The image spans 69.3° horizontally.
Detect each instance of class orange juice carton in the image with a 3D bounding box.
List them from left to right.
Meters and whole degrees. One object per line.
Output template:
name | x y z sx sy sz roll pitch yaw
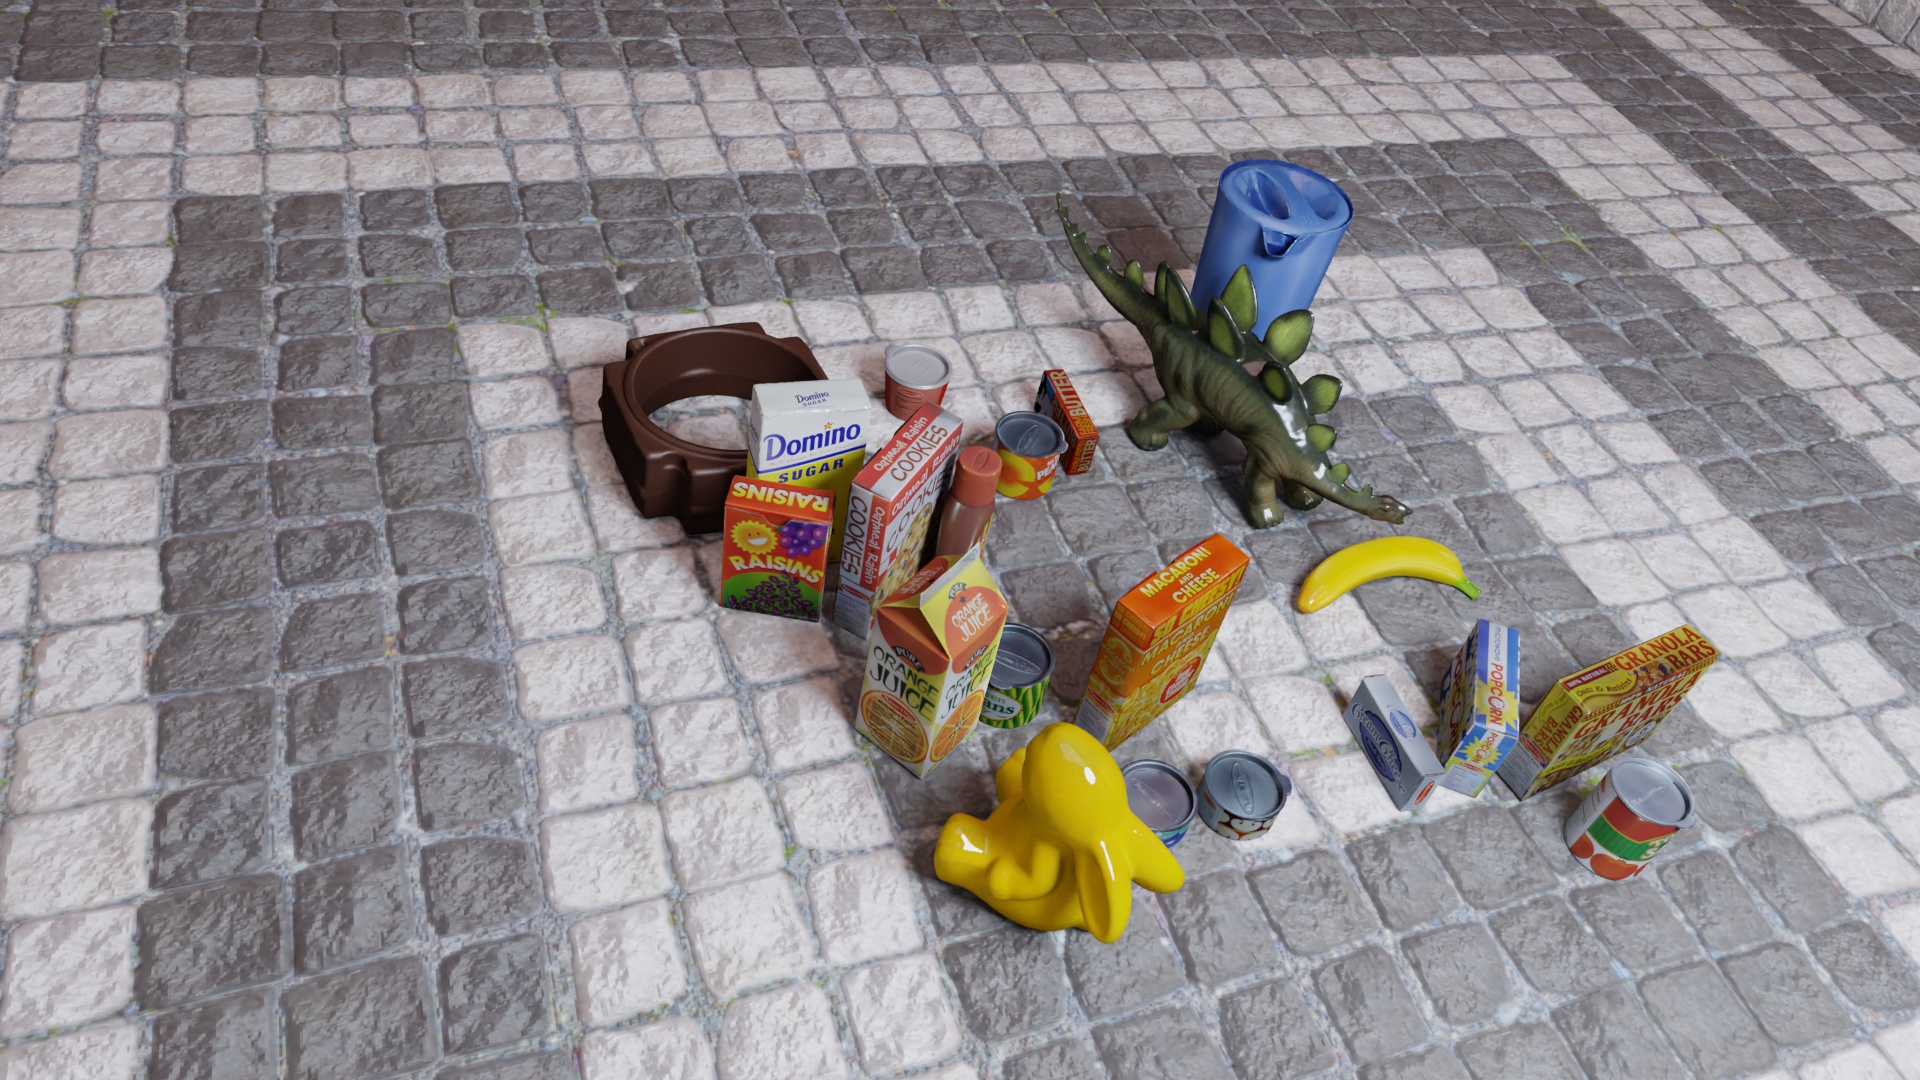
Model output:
orange juice carton | -0.021 0.085 1.044 0.073 0.191 0.072 34 48 20

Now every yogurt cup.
yogurt cup | -0.045 -0.154 1.376 0.072 0.053 0.073 6 45 -6

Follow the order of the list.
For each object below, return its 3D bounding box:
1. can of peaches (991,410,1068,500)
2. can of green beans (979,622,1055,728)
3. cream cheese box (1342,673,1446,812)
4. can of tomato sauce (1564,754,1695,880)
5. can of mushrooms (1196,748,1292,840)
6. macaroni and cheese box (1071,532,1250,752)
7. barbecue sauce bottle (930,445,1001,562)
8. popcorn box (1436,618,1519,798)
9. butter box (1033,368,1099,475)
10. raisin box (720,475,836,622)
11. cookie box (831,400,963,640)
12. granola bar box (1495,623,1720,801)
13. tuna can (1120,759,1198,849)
can of peaches | 0.063 -0.080 1.323 0.071 0.057 0.071 6 45 -6
can of green beans | 0.039 0.110 1.129 0.071 0.057 0.071 6 45 -6
cream cheese box | 0.356 0.167 1.147 0.024 0.053 0.104 -6 47 -18
can of tomato sauce | 0.534 0.224 1.109 0.071 0.082 0.071 6 45 -6
can of mushrooms | 0.223 0.201 1.097 0.071 0.033 0.071 6 45 -6
macaroni and cheese box | 0.156 0.084 1.104 0.124 0.165 0.040 -30 59 -35
barbecue sauce bottle | 0.004 -0.015 1.181 0.044 0.147 0.065 22 45 9
popcorn box | 0.436 0.139 1.169 0.038 0.084 0.127 19 45 6
butter box | 0.104 -0.117 1.374 0.024 0.052 0.104 -6 48 -19
raisin box | -0.151 0.009 1.141 0.086 0.122 0.040 10 44 -3
cookie box | -0.054 -0.017 1.156 0.040 0.166 0.123 26 46 13
granola bar box | 0.538 0.143 1.161 0.166 0.123 0.039 -16 51 -26
tuna can | 0.146 0.207 1.074 0.071 0.032 0.071 6 45 -6
